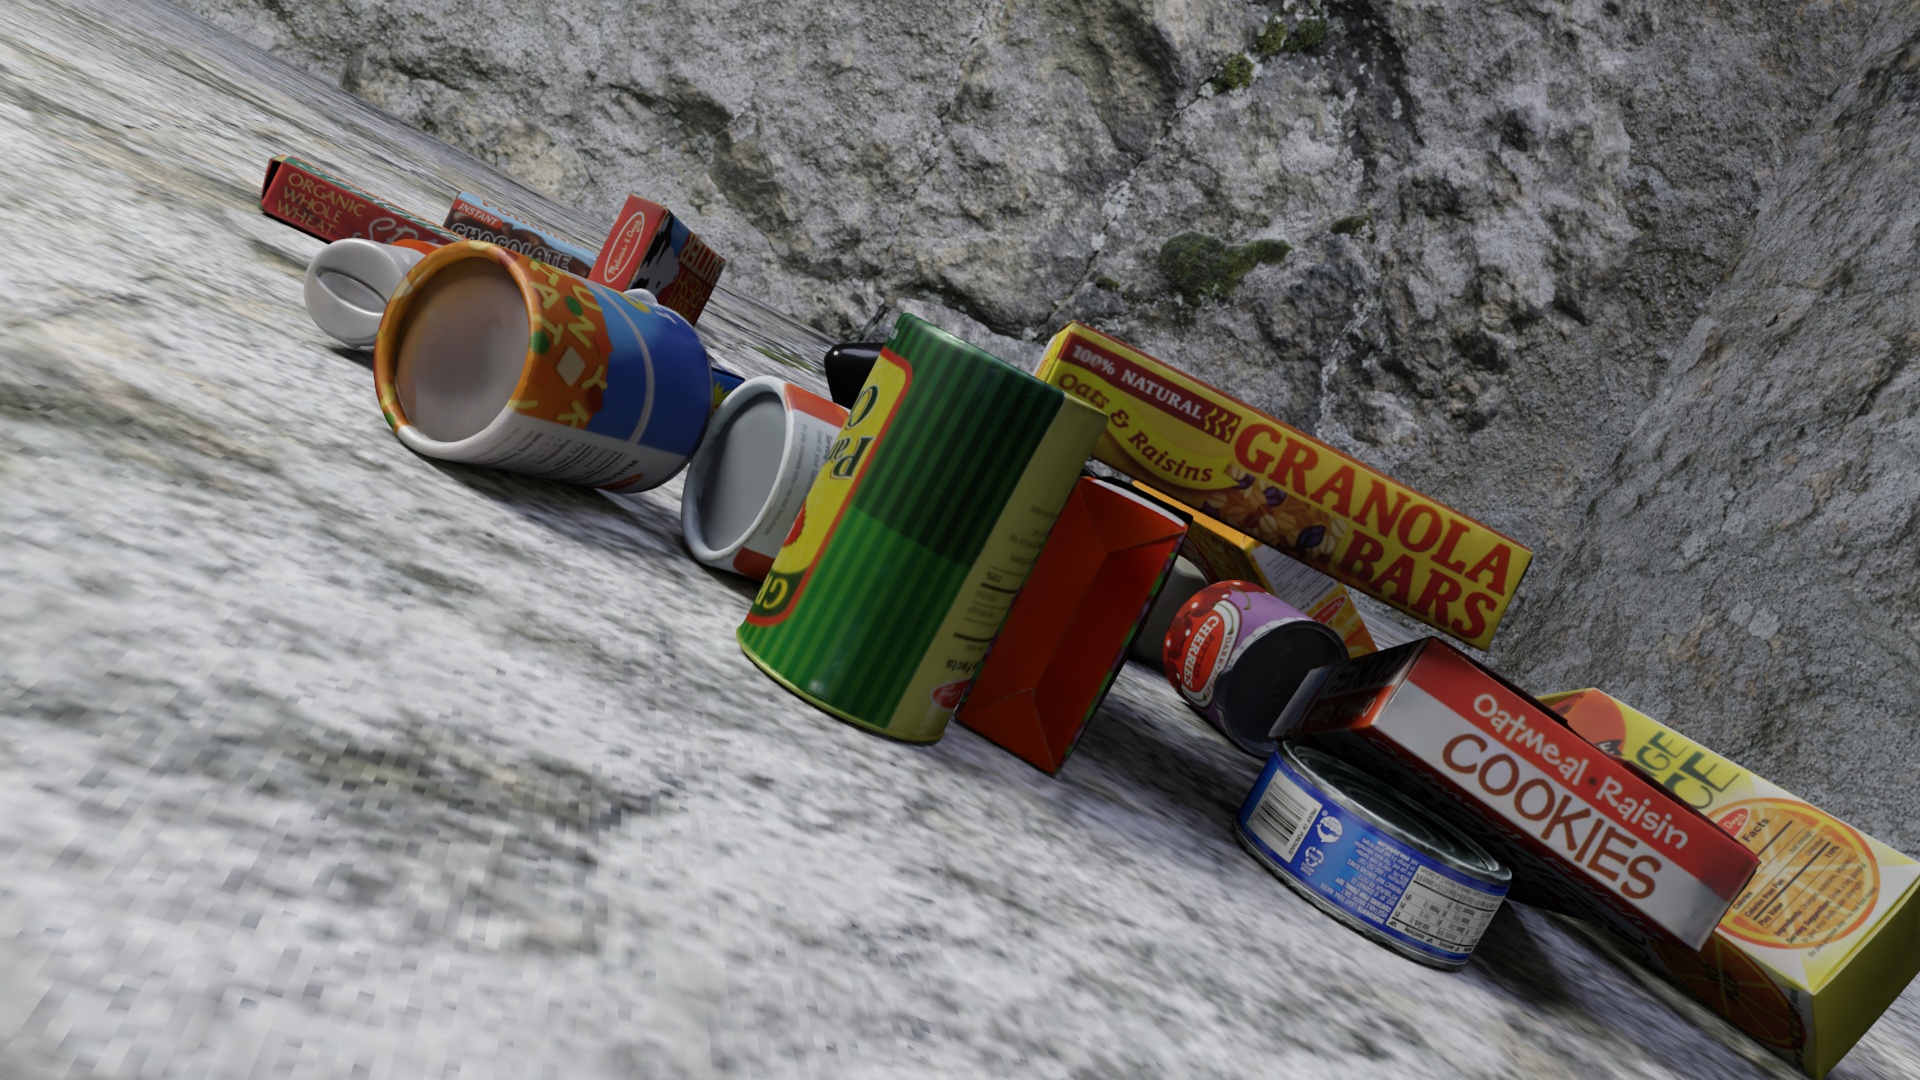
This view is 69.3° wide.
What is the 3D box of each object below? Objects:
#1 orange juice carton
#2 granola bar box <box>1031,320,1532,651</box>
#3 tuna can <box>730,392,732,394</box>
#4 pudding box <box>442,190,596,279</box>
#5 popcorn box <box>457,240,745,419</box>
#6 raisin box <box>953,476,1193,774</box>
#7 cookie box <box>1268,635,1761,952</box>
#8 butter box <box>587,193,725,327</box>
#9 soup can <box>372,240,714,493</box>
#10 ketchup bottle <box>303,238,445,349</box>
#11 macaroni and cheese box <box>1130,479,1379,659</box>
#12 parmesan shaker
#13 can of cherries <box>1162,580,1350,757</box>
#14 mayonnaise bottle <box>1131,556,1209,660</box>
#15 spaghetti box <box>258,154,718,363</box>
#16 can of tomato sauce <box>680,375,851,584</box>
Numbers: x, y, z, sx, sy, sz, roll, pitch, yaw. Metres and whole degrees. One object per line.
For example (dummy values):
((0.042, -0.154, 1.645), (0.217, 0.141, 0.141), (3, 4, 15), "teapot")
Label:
((0.304, 0.133, 0.609), (0.193, 0.073, 0.071), (37, -19, 51), "orange juice carton")
((0.101, -0.024, 0.494), (0.165, 0.039, 0.124), (26, 6, -2), "granola bar box")
((-0.085, -0.042, 0.665), (0.071, 0.032, 0.071), (27, 8, -4), "tuna can")
((-0.256, -0.159, 0.793), (0.083, 0.049, 0.030), (25, 9, -24), "pudding box")
((-0.177, -0.094, 0.672), (0.127, 0.038, 0.085), (30, 8, 17), "popcorn box")
((0.044, 0.022, 0.472), (0.040, 0.086, 0.123), (27, 7, 8), "raisin box")
((0.193, 0.091, 0.519), (0.123, 0.040, 0.167), (35, -7, 6), "cookie box")
((-0.161, -0.145, 0.747), (0.024, 0.053, 0.103), (27, 0, 8), "butter box")
((-0.130, -0.055, 0.439), (0.071, 0.071, 0.084), (31, 8, 25), "soup can")
((-0.204, -0.093, 0.547), (0.065, 0.043, 0.149), (28, 8, -1), "ketchup bottle")
((0.172, 0.035, 0.758), (0.166, 0.040, 0.124), (55, -6, -26), "macaroni and cheese box")
((-0.010, -0.005, 0.393), (0.071, 0.103, 0.071), (27, 7, -3), "parmesan shaker")
((0.133, 0.057, 0.638), (0.071, 0.071, 0.058), (24, 7, -26), "can of cherries")
((0.096, 0.029, 0.719), (0.041, 0.064, 0.148), (37, 2, 42), "mayonnaise bottle")
((-0.247, -0.137, 0.752), (0.250, 0.028, 0.050), (24, 8, -26), "spaghetti box")
((-0.044, -0.011, 0.473), (0.083, 0.071, 0.071), (22, 9, -37), "can of tomato sauce")
